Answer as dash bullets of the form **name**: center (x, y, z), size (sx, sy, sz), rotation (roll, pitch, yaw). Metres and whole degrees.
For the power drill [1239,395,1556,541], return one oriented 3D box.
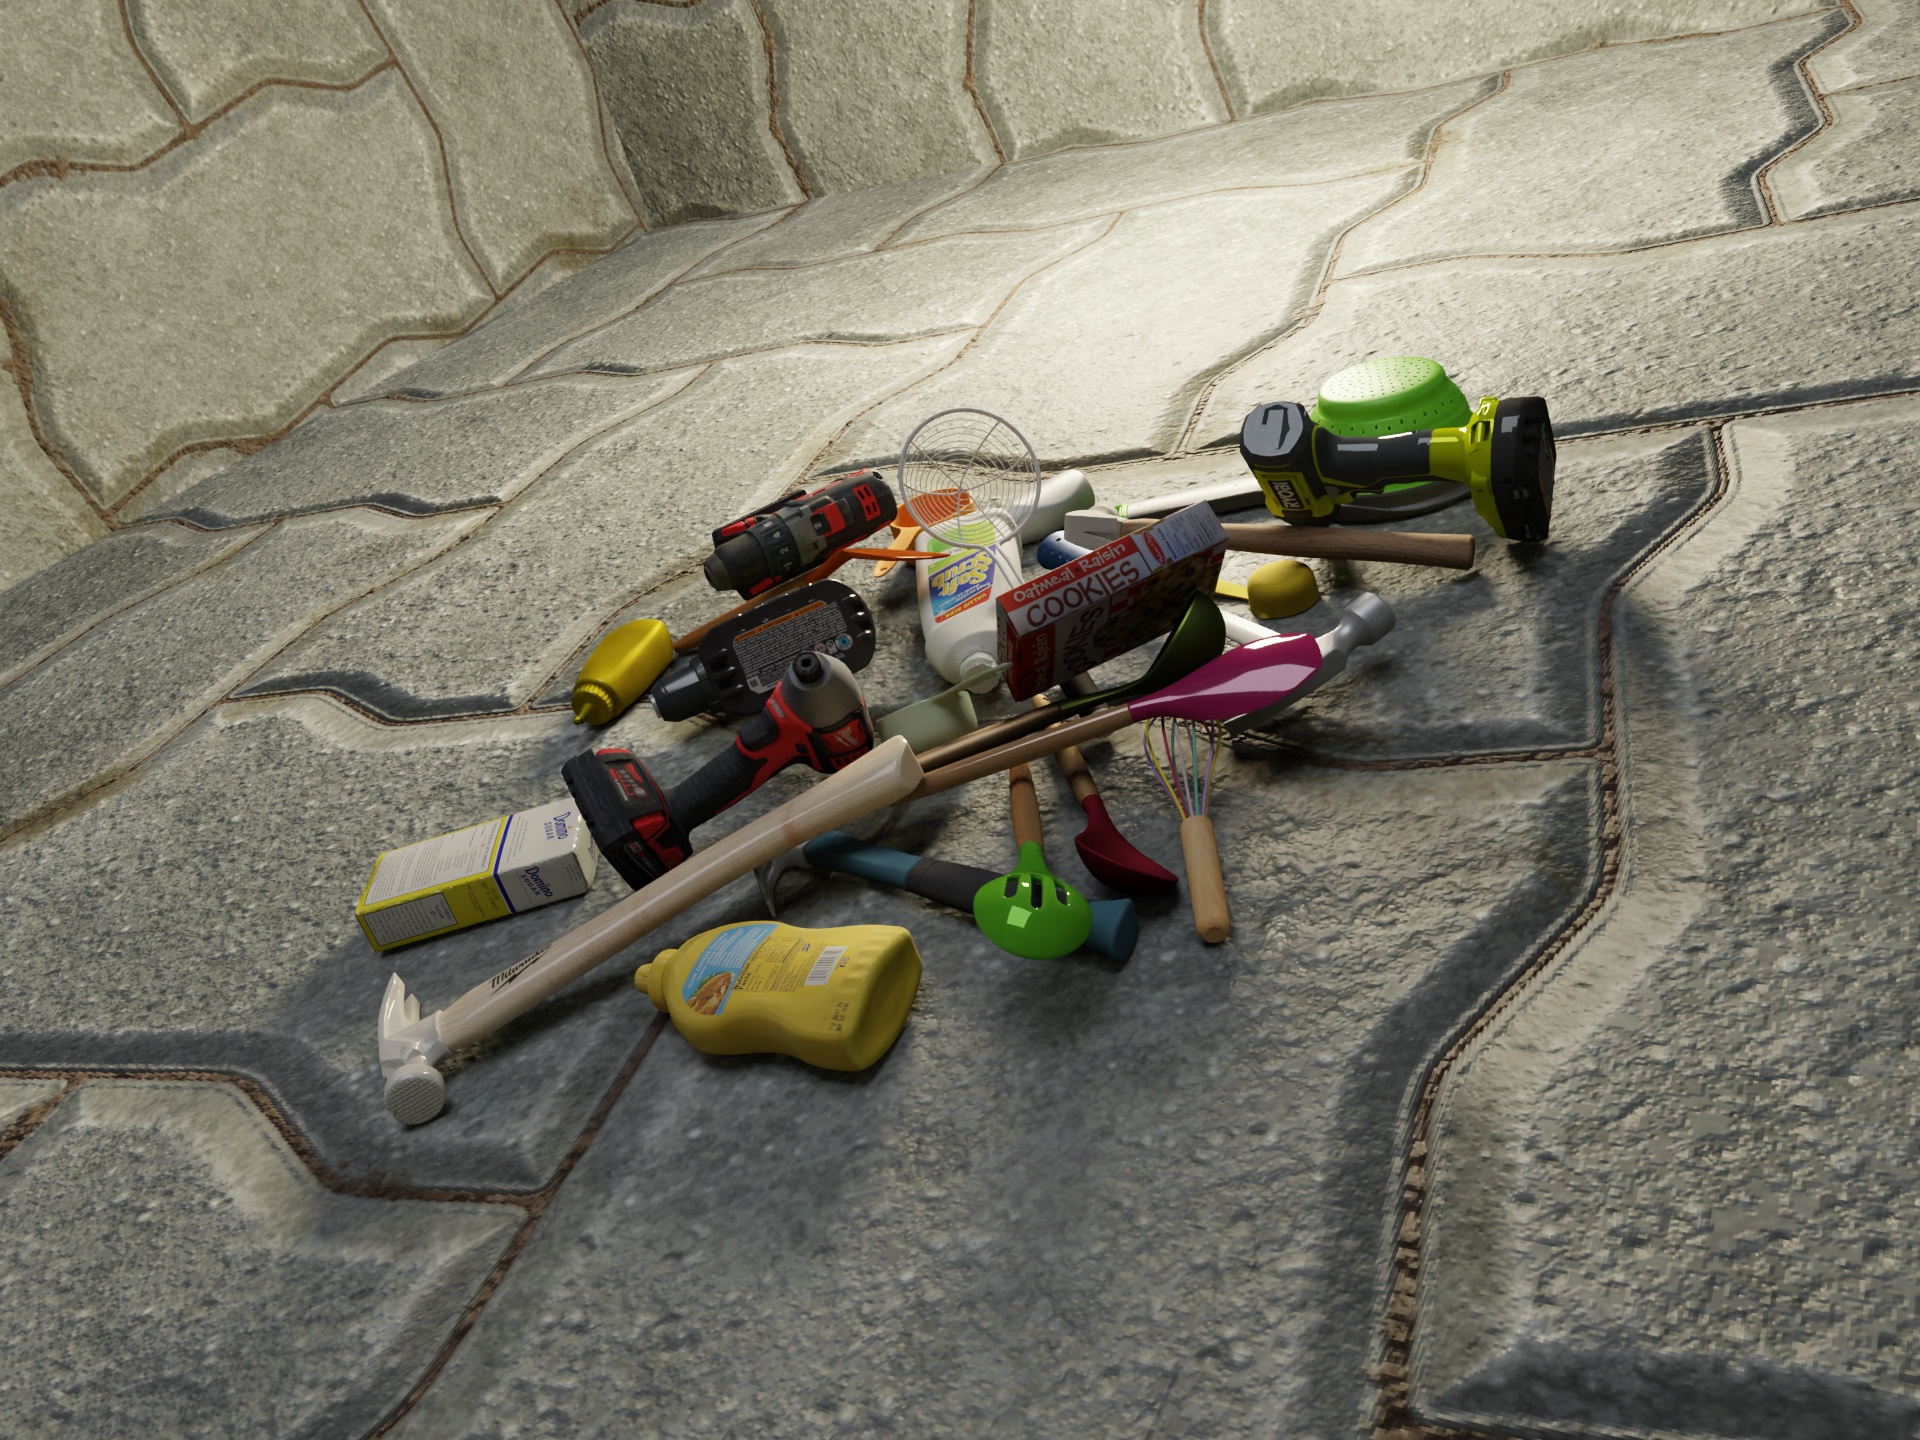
- **power drill**: center (0.352, -0.196, 1.270), size (0.223, 0.171, 0.080), rotation (4, 74, 27)

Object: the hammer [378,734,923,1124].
- **hammer**: center (-0.213, 0.123, 1.100), size (0.410, 0.038, 0.146), rotation (-31, 29, -7)

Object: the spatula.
- **spatula**: center (-0.153, -0.111, 1.461), size (0.322, 0.041, 0.081), rotation (-22, -6, 36)

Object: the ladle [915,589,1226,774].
- **ladle**: center (0.042, -0.009, 1.144), size (0.320, 0.062, 0.078), rotation (-22, -2, 1)

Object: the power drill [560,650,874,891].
- **power drill**: center (-0.170, 0.028, 1.171), size (0.219, 0.143, 0.079), rotation (-29, 66, -8)

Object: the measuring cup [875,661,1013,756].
- **measuring cup**: center (-0.002, -0.004, 1.176), size (0.083, 0.038, 0.167), rotation (-14, -8, -33)

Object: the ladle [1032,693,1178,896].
- **ladle**: center (0.086, 0.045, 1.116), size (0.069, 0.031, 0.316), rotation (20, 18, -17)

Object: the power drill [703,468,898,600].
- **power drill**: center (-0.174, -0.169, 1.522), size (0.188, 0.080, 0.227), rotation (-29, 9, -18)

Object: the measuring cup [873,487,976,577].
- **measuring cup**: center (-0.039, -0.165, 1.543), size (0.095, 0.052, 0.174), rotation (-2, 34, 28)

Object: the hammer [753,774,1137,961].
- **hammer**: center (-0.017, 0.106, 1.070), size (0.331, 0.033, 0.128), rotation (11, 39, 42)

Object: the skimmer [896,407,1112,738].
- **skimmer**: center (0.049, -0.129, 1.296), size (0.127, 0.090, 0.364), rotation (-13, 42, -13)

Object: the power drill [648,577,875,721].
- **power drill**: center (-0.166, -0.050, 1.328), size (0.190, 0.080, 0.228), rotation (-24, 4, -11)

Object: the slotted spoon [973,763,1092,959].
- **slotted spoon**: center (0.043, 0.075, 1.035), size (0.070, 0.031, 0.314), rotation (7, 16, -2)

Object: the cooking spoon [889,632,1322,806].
- **cooking spoon**: center (0.094, 0.003, 1.098), size (0.319, 0.017, 0.069), rotation (-20, 38, 12)

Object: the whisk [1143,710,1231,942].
- **whisk**: center (0.157, 0.055, 1.045), size (0.047, 0.051, 0.245), rotation (21, 33, -13)

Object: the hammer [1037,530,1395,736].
- **hammer**: center (0.169, -0.094, 1.296), size (0.144, 0.035, 0.406), rotation (-37, 29, -11)

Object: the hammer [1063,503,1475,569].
- **hammer**: center (0.244, -0.147, 1.291), size (0.331, 0.031, 0.130), rotation (6, 13, 19)

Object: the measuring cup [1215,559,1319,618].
- **measuring cup**: center (0.226, -0.119, 1.324), size (0.157, 0.029, 0.062), rotation (17, 44, 44)

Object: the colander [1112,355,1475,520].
- **colander**: center (0.304, -0.250, 1.444), size (0.397, 0.094, 0.205), rotation (-10, 29, 15)
